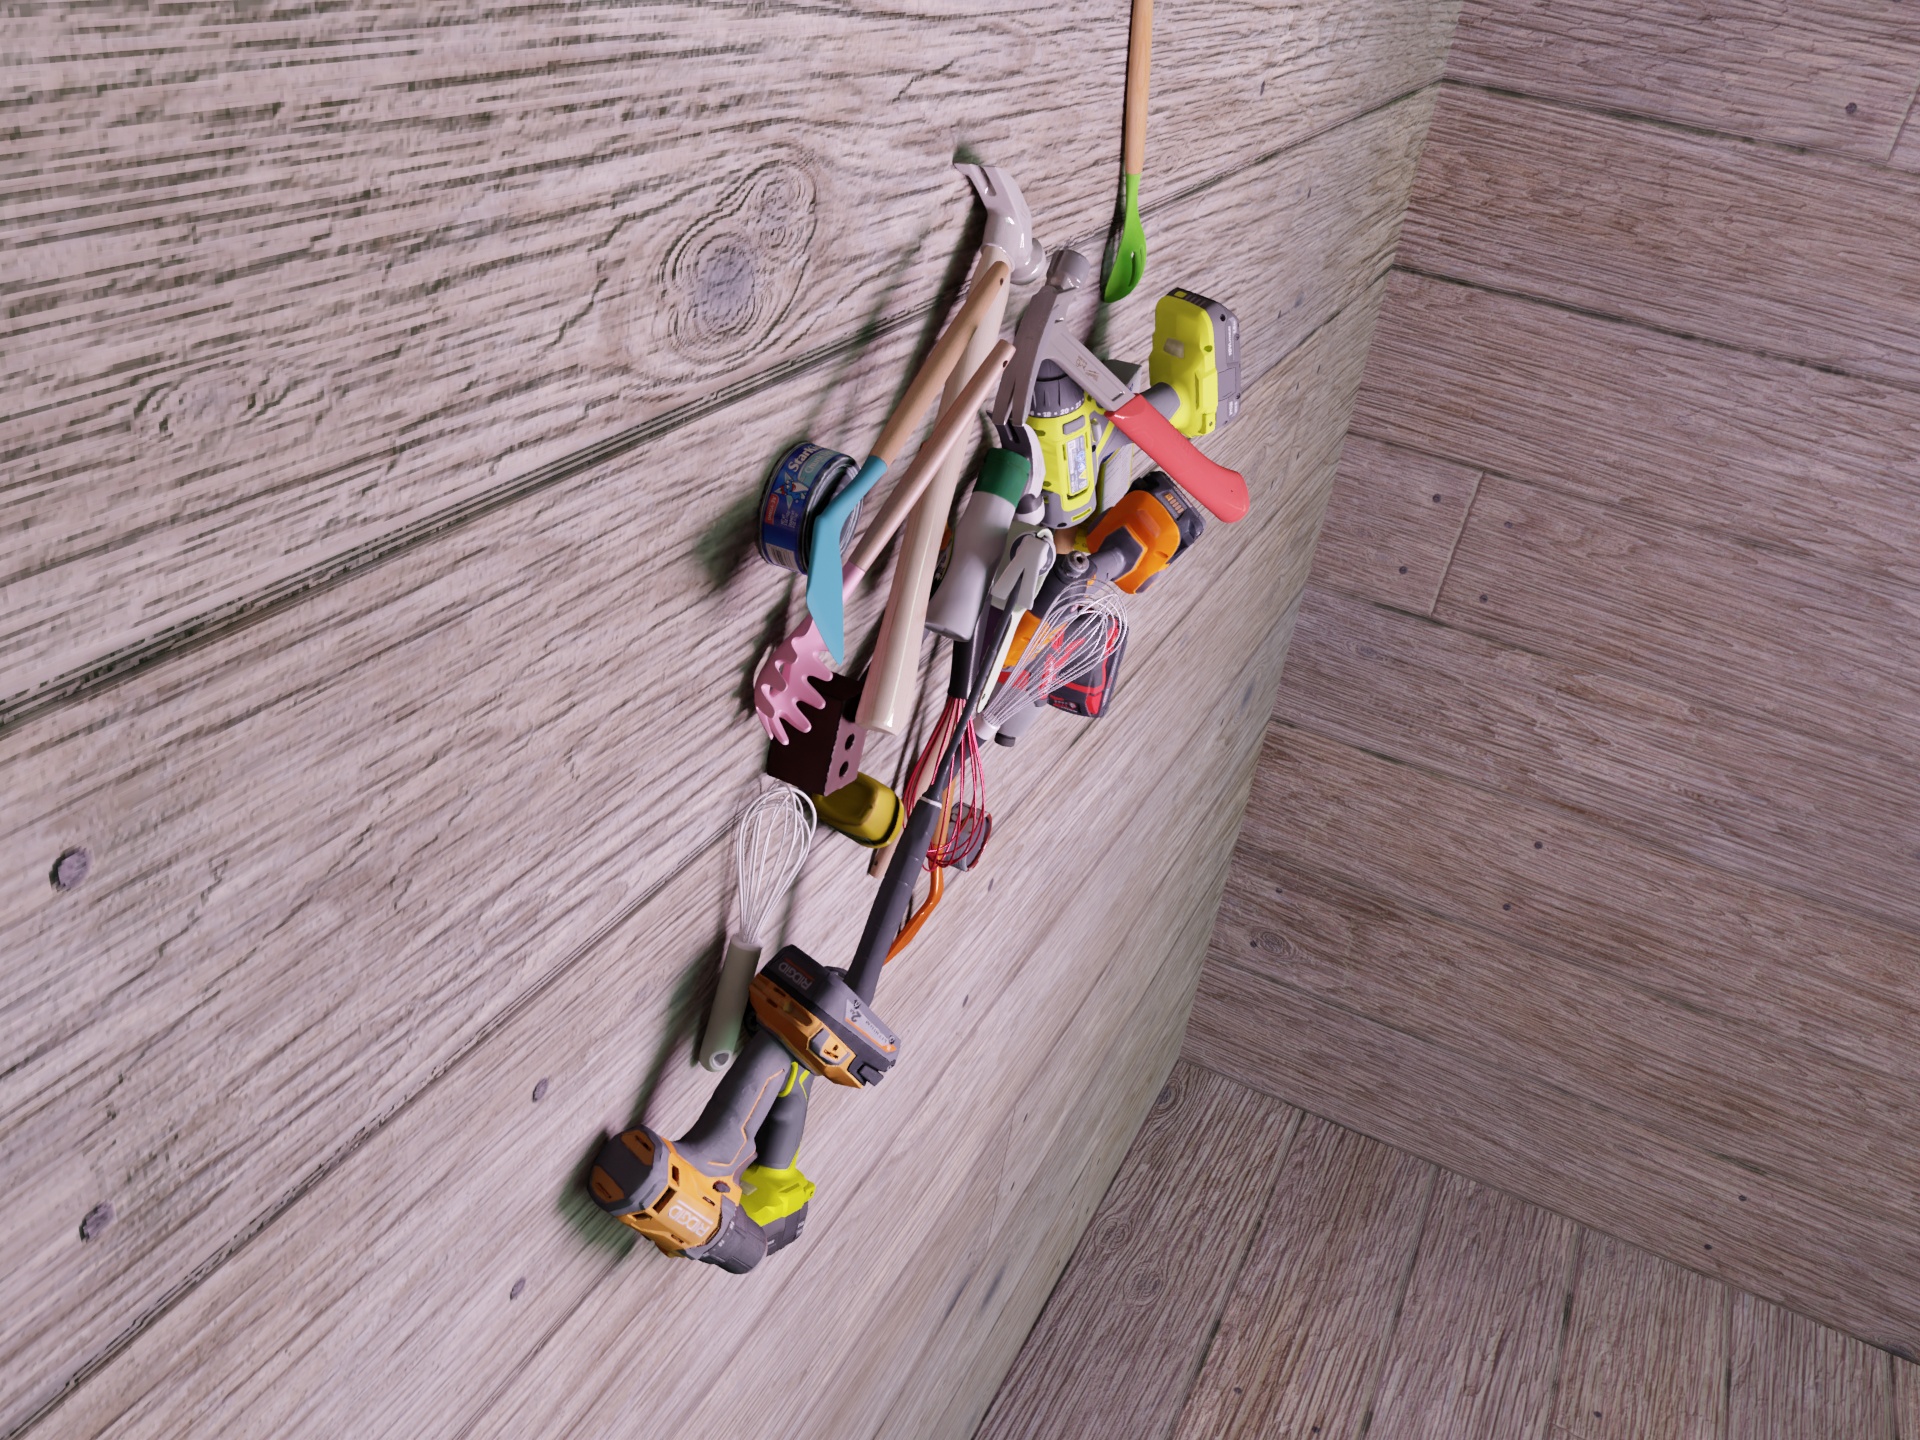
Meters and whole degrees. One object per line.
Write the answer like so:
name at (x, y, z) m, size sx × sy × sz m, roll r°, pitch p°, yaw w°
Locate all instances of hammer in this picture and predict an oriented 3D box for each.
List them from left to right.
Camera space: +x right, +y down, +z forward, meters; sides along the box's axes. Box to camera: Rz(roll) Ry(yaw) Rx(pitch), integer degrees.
hammer at (-0.022, -0.103, 1.285) m, size 0.335 × 0.035 × 0.146 m, roll -58°, pitch 159°, yaw -24°
hammer at (-0.015, -0.193, 1.152) m, size 0.146 × 0.038 × 0.411 m, roll 37°, pitch 65°, yaw -70°
hammer at (-0.016, 0.051, 1.240) m, size 0.149 × 0.036 × 0.409 m, roll -64°, pitch 176°, yaw -75°
hammer at (0.154, -0.246, 1.366) m, size 0.358 × 0.037 × 0.149 m, roll 29°, pitch 78°, yaw -50°

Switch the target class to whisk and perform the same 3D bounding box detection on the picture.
whisk at (-0.158, 0.157, 1.183) m, size 0.057 × 0.059 × 0.246 m, roll 4°, pitch 113°, yaw -33°
whisk at (-0.002, -0.004, 1.321) m, size 0.073 × 0.073 × 0.295 m, roll -37°, pitch 140°, yaw -59°
whisk at (0.042, -0.018, 1.400) m, size 0.284 × 0.070 × 0.070 m, roll -46°, pitch 173°, yaw 27°
whisk at (0.104, -0.214, 1.565) m, size 0.047 × 0.051 × 0.244 m, roll -37°, pitch 150°, yaw -35°

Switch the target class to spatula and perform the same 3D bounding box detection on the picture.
spatula at (-0.033, -0.187, 1.056) m, size 0.318 × 0.044 × 0.082 m, roll -61°, pitch 156°, yaw -21°
spatula at (-0.027, 0.092, 1.522) m, size 0.081 × 0.041 × 0.322 m, roll -32°, pitch 134°, yaw -63°
spatula at (-0.013, 0.001, 1.407) m, size 0.018 × 0.060 × 0.316 m, roll 15°, pitch 106°, yaw -38°

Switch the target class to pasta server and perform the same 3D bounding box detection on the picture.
pasta server at (-0.051, -0.125, 1.096) m, size 0.316 × 0.040 × 0.060 m, roll -55°, pitch 156°, yaw 2°

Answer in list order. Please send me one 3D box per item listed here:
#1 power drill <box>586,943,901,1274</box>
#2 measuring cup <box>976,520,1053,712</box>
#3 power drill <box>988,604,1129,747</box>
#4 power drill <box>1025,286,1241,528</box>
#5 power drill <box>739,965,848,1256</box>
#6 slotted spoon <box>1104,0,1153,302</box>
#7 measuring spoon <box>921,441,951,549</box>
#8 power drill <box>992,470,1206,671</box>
power drill at (-0.147, 0.300, 1.179) m, size 0.226 × 0.084 × 0.185 m, roll -49°, pitch 137°, yaw -14°
measuring cup at (0.029, -0.088, 1.331) m, size 0.083 × 0.038 × 0.167 m, roll -22°, pitch 134°, yaw -64°
power drill at (0.093, -0.050, 1.641) m, size 0.219 × 0.078 × 0.143 m, roll -12°, pitch 119°, yaw -65°
power drill at (0.143, -0.299, 1.424) m, size 0.228 × 0.080 × 0.190 m, roll -31°, pitch 133°, yaw -25°
power drill at (-0.156, 0.316, 1.302) m, size 0.171 × 0.080 × 0.223 m, roll 13°, pitch 93°, yaw -72°
slotted spoon at (0.155, -0.513, 1.416) m, size 0.070 × 0.031 × 0.313 m, roll -55°, pitch 155°, yaw -39°
measuring spoon at (-0.022, -0.180, 1.277) m, size 0.021 × 0.011 × 0.116 m, roll -56°, pitch 154°, yaw -28°
power drill at (0.125, -0.144, 1.473) m, size 0.226 × 0.084 × 0.164 m, roll -36°, pitch 174°, yaw -34°
